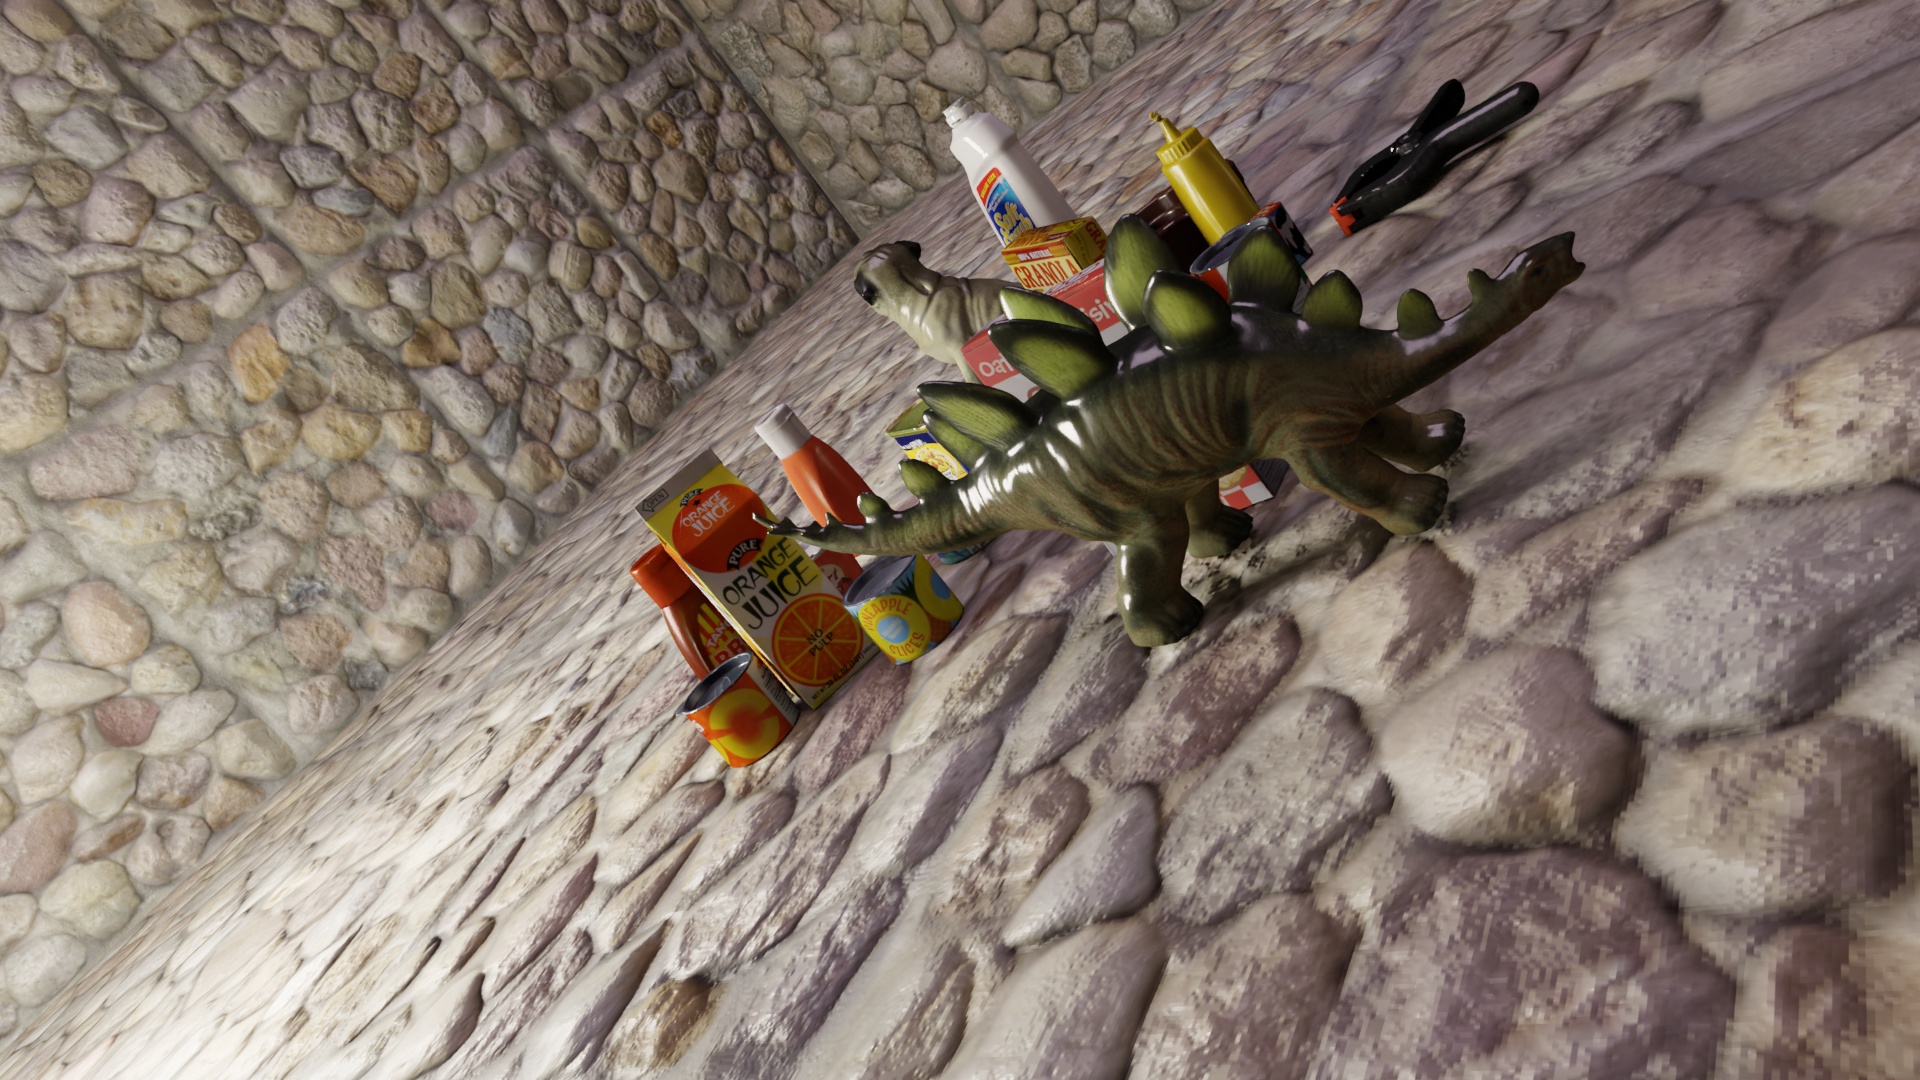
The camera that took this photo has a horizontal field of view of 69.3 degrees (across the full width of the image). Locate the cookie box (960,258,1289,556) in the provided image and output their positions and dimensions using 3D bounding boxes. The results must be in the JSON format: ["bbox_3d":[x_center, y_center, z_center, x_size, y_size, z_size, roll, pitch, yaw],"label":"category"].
[{"bbox_3d":[0.097,-0.079,0.833,0.122,0.167,0.040,-23,22,41],"label":"cookie box"}]

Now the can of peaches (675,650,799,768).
[{"bbox_3d":[-0.162,0.126,1.018,0.071,0.058,0.071,-34,17,12],"label":"can of peaches"}]

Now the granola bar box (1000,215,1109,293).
[{"bbox_3d":[0.111,-0.231,1.274,0.039,0.124,0.165,-41,17,-8],"label":"granola bar box"}]

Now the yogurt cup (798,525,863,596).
[{"bbox_3d":[-0.118,0.028,1.188,0.072,0.054,0.072,-34,17,12],"label":"yogurt cup"}]

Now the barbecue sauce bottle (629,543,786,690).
[{"bbox_3d":[-0.195,0.068,1.079,0.043,0.148,0.065,-14,29,54],"label":"barbecue sauce bottle"}]

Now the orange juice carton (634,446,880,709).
[{"bbox_3d":[-0.150,0.026,1.019,0.072,0.192,0.073,-42,17,-13],"label":"orange juice carton"}]

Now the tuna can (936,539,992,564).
[{"bbox_3d":[0.004,-0.014,1.084,0.071,0.032,0.071,-34,17,12],"label":"tuna can"}]

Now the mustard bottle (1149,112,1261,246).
[{"bbox_3d":[0.213,-0.303,1.192,0.049,0.160,0.065,-38,17,2],"label":"mustard bottle"}]

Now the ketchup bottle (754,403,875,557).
[{"bbox_3d":[-0.125,-0.057,1.260,0.043,0.148,0.065,-25,21,37],"label":"ketchup bottle"}]

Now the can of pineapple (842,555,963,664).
[{"bbox_3d":[-0.041,0.046,0.978,0.071,0.057,0.071,-34,17,12],"label":"can of pineapple"}]

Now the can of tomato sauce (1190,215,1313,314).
[{"bbox_3d":[0.216,-0.180,0.999,0.071,0.083,0.071,-35,17,12],"label":"can of tomato sauce"}]

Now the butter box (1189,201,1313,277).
[{"bbox_3d":[0.233,-0.222,1.123,0.104,0.053,0.024,-42,17,-14],"label":"butter box"}]
